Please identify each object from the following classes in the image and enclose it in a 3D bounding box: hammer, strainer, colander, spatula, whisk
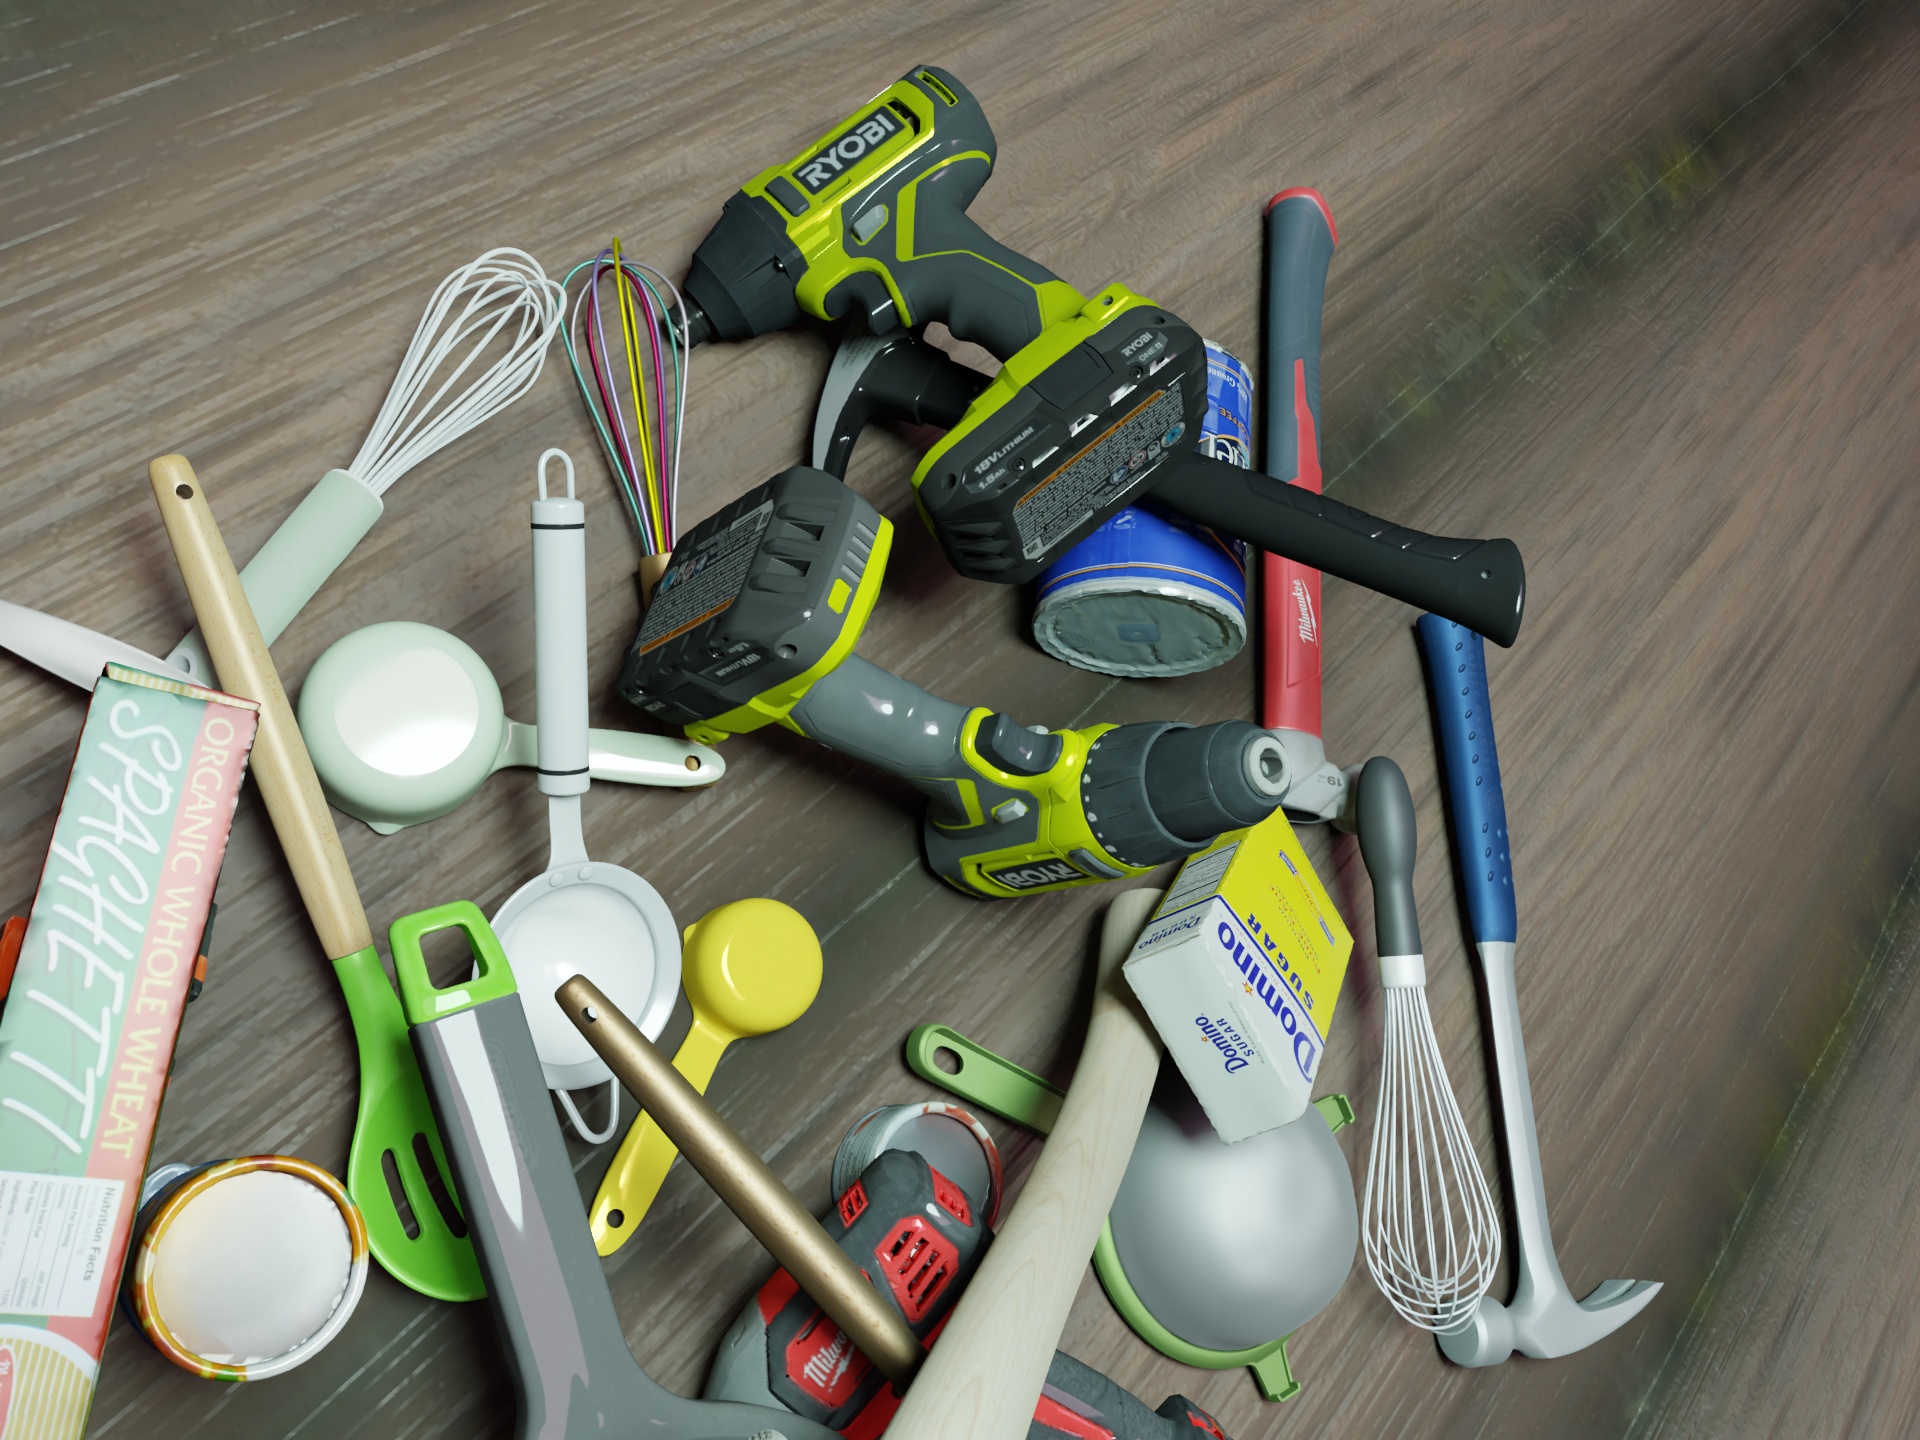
[{"bbox_3d":[0.088,-0.106,0.712,0.335,0.035,0.146,24,73,17],"label":"hammer"},{"bbox_3d":[-0.148,0.029,0.595,0.087,0.050,0.258,-8,104,-41],"label":"strainer"},{"bbox_3d":[-0.131,0.259,0.541,0.204,0.094,0.397,-15,83,-34],"label":"colander"},{"bbox_3d":[-0.033,0.210,0.563,0.082,0.044,0.317,-41,91,-3],"label":"spatula"},{"bbox_3d":[-0.232,-0.095,0.622,0.058,0.059,0.246,18,62,23],"label":"whisk"},{"bbox_3d":[0.224,0.159,0.798,0.070,0.070,0.285,3,78,-31],"label":"whisk"},{"bbox_3d":[-0.133,-0.091,0.682,0.051,0.047,0.245,-5,81,-34],"label":"whisk"},{"bbox_3d":[0.046,0.186,0.598,0.146,0.038,0.411,45,30,-3],"label":"hammer"},{"bbox_3d":[0.302,0.135,0.883,0.144,0.035,0.406,7,72,-30],"label":"hammer"},{"bbox_3d":[0.093,0.194,0.714,0.256,0.069,0.152,32,61,-22],"label":"strainer"},{"bbox_3d":[0.173,-0.135,0.887,0.143,0.038,0.387,14,68,-26],"label":"hammer"}]

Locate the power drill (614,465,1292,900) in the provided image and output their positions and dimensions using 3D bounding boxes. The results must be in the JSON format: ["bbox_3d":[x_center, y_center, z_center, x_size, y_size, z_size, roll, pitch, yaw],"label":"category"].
[{"bbox_3d":[-0.001,-0.002,0.631,0.228,0.190,0.080,31,62,-27],"label":"power drill"}]

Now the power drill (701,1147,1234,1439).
[{"bbox_3d":[0.008,0.284,0.615,0.219,0.078,0.143,42,87,-9],"label":"power drill"}]

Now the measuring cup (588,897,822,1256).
[{"bbox_3d":[-0.103,0.139,0.634,0.062,0.029,0.157,37,57,-17],"label":"measuring cup"}]

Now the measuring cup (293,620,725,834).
[{"bbox_3d":[-0.170,0.005,0.617,0.167,0.038,0.083,8,73,-20],"label":"measuring cup"}]

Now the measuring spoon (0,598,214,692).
[{"bbox_3d":[-0.313,-0.024,0.552,0.124,0.018,0.034,26,64,-11],"label":"measuring spoon"}]

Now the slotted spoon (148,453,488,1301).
[{"bbox_3d":[-0.222,0.057,0.562,0.070,0.031,0.313,-24,97,-40],"label":"slotted spoon"}]

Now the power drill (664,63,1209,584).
[{"bbox_3d":[-0.015,-0.172,0.697,0.171,0.080,0.223,-38,64,-5],"label":"power drill"}]
